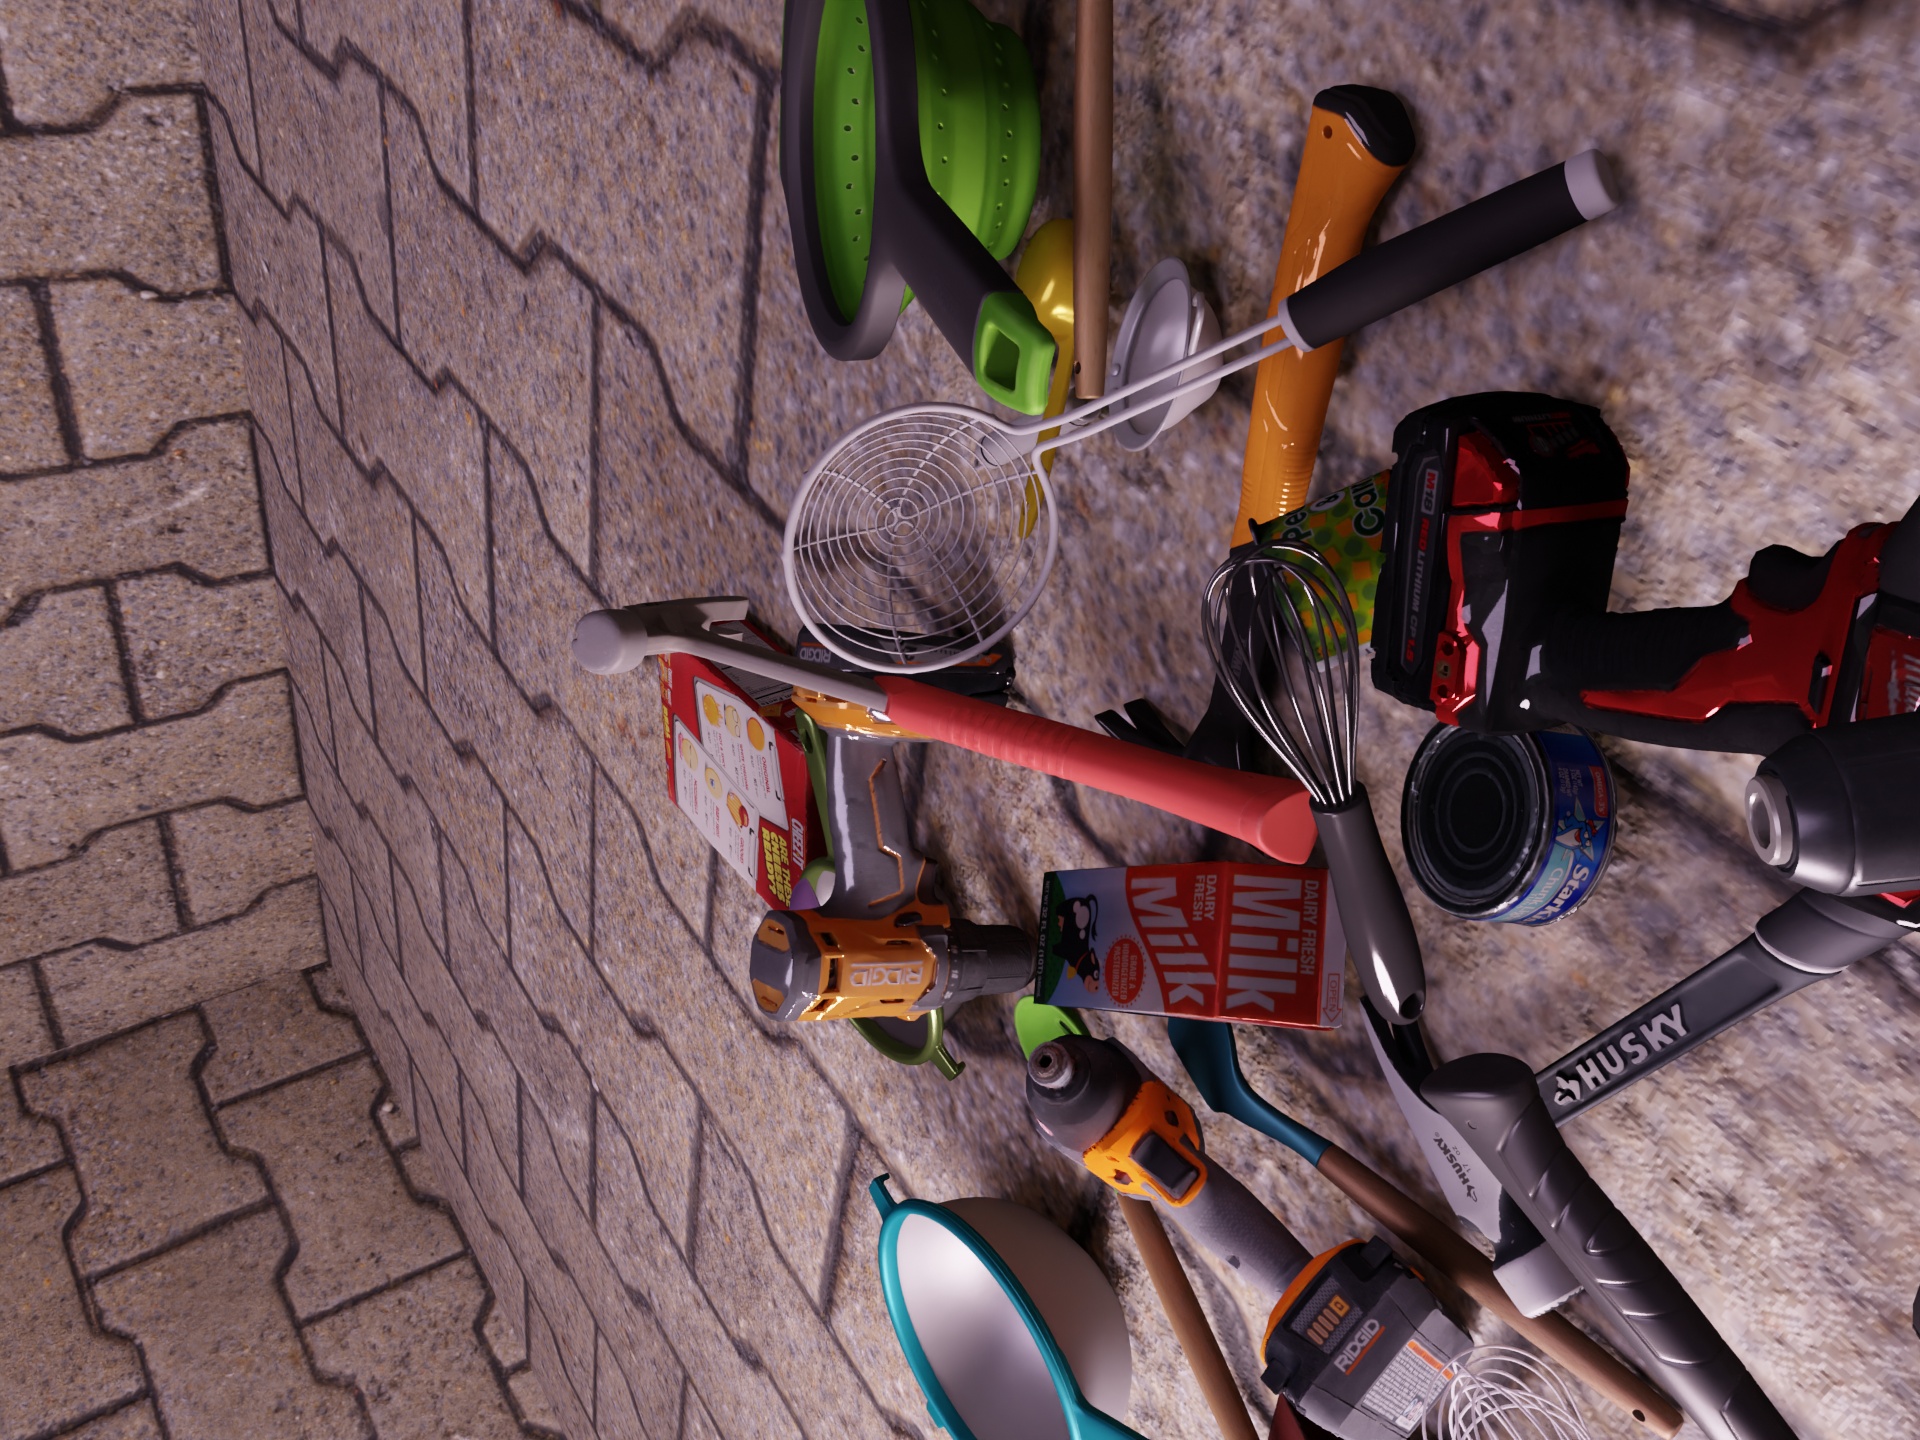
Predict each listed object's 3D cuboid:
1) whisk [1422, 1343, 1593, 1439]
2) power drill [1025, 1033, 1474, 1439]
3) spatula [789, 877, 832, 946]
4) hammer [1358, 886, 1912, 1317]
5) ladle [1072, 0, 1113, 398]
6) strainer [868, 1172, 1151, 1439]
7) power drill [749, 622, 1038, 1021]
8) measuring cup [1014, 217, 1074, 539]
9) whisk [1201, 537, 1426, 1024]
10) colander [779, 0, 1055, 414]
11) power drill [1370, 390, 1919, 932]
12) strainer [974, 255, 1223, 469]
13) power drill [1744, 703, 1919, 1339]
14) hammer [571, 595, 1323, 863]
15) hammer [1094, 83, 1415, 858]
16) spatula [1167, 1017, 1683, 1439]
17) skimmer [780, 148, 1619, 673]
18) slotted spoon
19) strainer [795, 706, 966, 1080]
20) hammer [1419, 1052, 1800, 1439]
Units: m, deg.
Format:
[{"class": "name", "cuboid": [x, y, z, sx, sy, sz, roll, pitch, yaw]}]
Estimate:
[{"class": "whisk", "cuboid": [0.298, 0.401, 0.678, 0.285, 0.070, 0.070, 57, 146, 15]}, {"class": "power drill", "cuboid": [0.125, 0.239, 0.772, 0.227, 0.084, 0.164, 37, 173, 40]}, {"class": "spatula", "cuboid": [-0.115, 0.156, 1.094, 0.060, 0.018, 0.316, 67, 163, 8]}, {"class": "hammer", "cuboid": [0.281, 0.084, 0.563, 0.149, 0.036, 0.408, 59, 146, 23]}, {"class": "ladle", "cuboid": [0.047, -0.300, 0.681, 0.078, 0.062, 0.320, -151, 57, -63]}, {"class": "strainer", "cuboid": [0.079, 0.393, 0.975, 0.340, 0.095, 0.211, 5, 112, 54]}, {"class": "power drill", "cuboid": [-0.023, 0.063, 0.933, 0.084, 0.185, 0.226, 8, 93, 56]}, {"class": "measuring cup", "cuboid": [0.036, -0.165, 0.759, 0.062, 0.029, 0.156, 176, 107, -69]}, {"class": "whisk", "cuboid": [0.146, 0.033, 0.622, 0.055, 0.055, 0.238, 20, 141, 52]}, {"class": "colander", "cuboid": [0.003, -0.233, 0.708, 0.398, 0.094, 0.204, -117, 27, -50]}, {"class": "power drill", "cuboid": [0.237, -0.038, 0.501, 0.220, 0.078, 0.143, 32, 126, 55]}, {"class": "strainer", "cuboid": [0.065, -0.157, 0.776, 0.258, 0.050, 0.087, -10, 73, 64]}, {"class": "power drill", "cuboid": [0.305, 0.085, 0.400, 0.080, 0.190, 0.228, -73, -27, -70]}, {"class": "hammer", "cuboid": [-0.001, -0.002, 0.770, 0.359, 0.149, 0.036, 16, 102, 21]}, {"class": "hammer", "cuboid": [0.133, -0.104, 0.701, 0.127, 0.034, 0.336, 40, 136, 40]}, {"class": "spatula", "cuboid": [0.203, 0.219, 0.763, 0.318, 0.044, 0.082, 35, 133, 38]}, {"class": "skimmer", "cuboid": [0.079, -0.115, 0.635, 0.363, 0.090, 0.127, -19, 130, 39]}, {"class": "slotted spoon", "cuboid": [0.105, 0.289, 0.895, 0.070, 0.031, 0.314, 110, 143, -46]}, {"class": "strainer", "cuboid": [-0.050, 0.099, 1.037, 0.152, 0.069, 0.256, 15, 124, 52]}, {"class": "hammer", "cuboid": [0.290, 0.266, 0.590, 0.335, 0.035, 0.146, 52, 144, 13]}]
